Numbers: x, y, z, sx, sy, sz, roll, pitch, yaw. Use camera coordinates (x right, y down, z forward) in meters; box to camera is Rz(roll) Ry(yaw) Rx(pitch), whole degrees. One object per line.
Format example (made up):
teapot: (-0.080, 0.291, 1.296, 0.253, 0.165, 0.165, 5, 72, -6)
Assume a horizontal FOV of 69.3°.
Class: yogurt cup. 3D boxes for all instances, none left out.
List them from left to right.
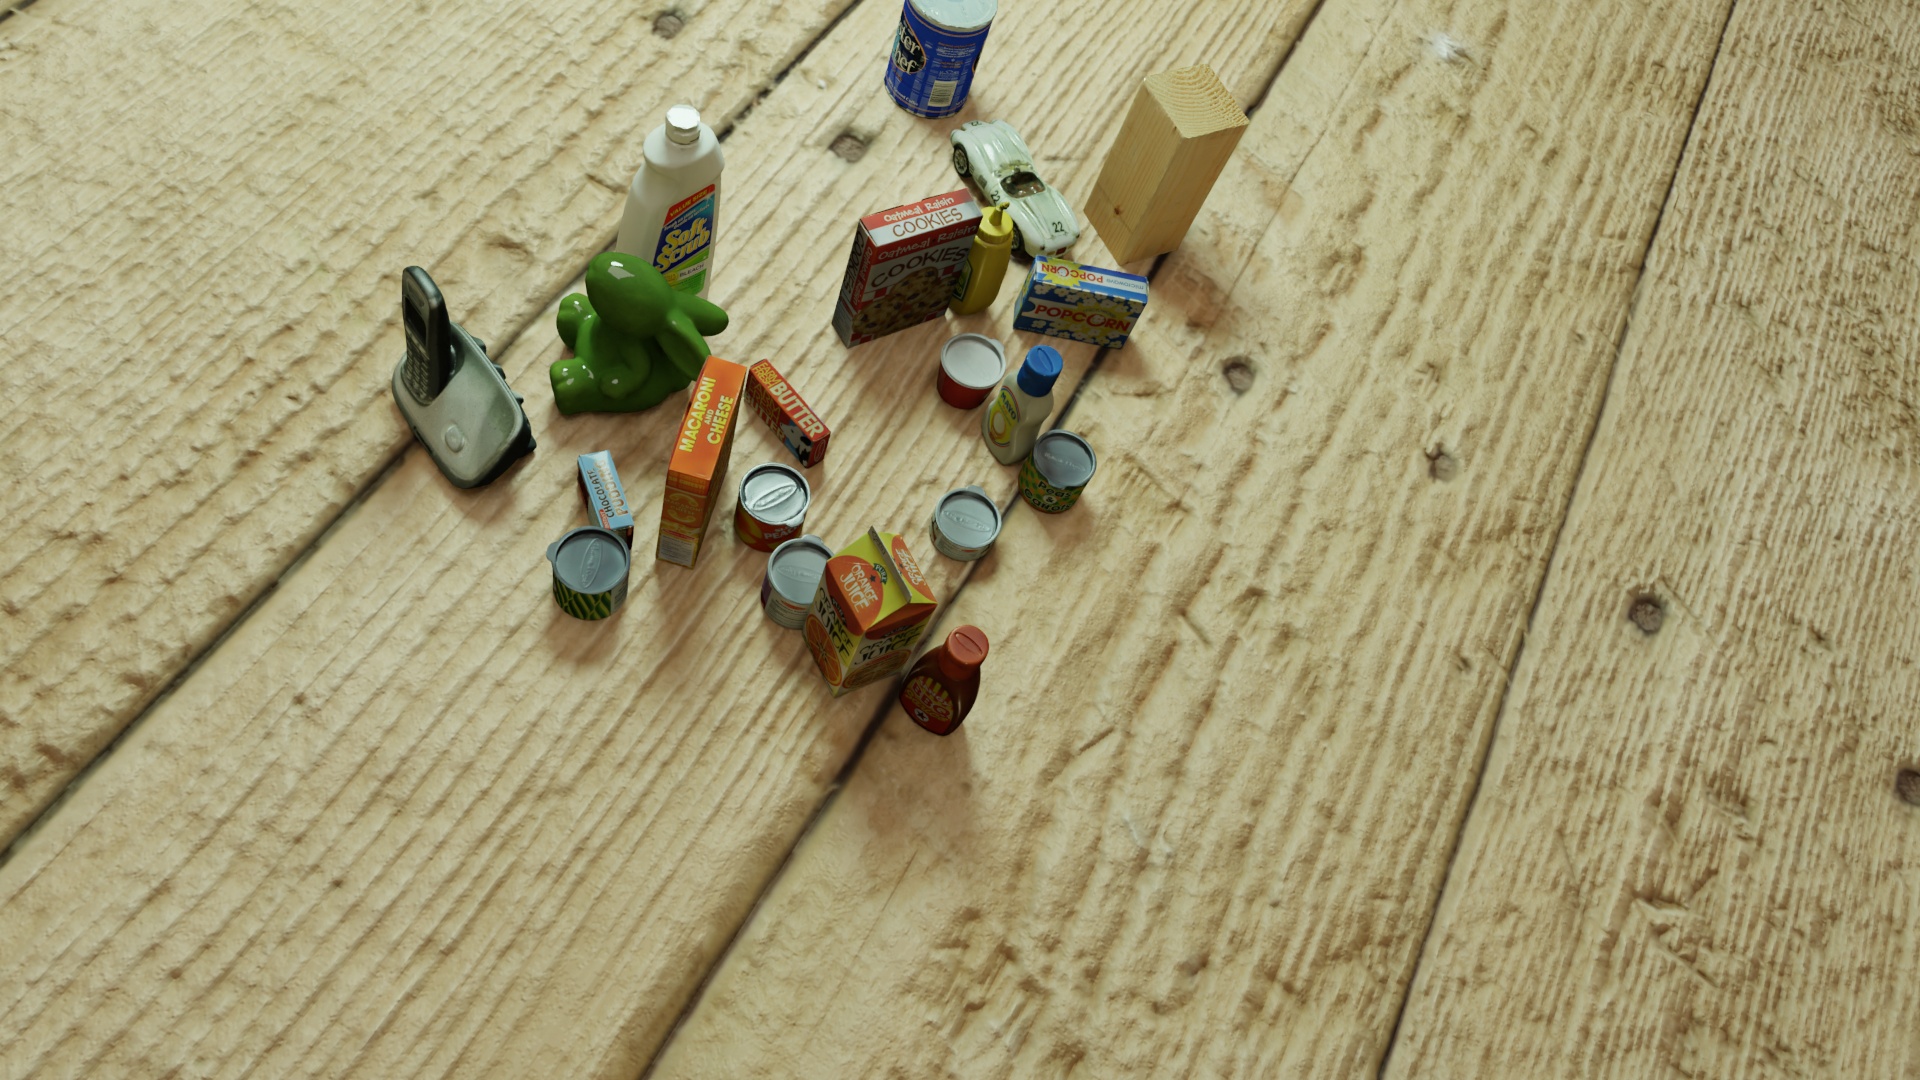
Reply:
yogurt cup: (0.008, -0.171, 1.427, 0.072, 0.053, 0.073, 7, 61, -12)

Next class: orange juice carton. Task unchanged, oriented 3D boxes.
orange juice carton: (-0.077, 0.059, 1.195, 0.073, 0.191, 0.072, -20, 69, -24)

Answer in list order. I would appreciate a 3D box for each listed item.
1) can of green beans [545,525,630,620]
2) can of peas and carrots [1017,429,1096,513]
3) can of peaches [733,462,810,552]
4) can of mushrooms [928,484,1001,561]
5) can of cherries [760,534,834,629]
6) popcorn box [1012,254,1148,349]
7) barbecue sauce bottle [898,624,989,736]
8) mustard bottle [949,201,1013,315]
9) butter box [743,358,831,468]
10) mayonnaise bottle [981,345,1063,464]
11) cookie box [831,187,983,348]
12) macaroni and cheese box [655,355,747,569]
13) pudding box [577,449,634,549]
can of green beans: (-0.325, 0.029, 1.221, 0.071, 0.057, 0.071, 7, 61, -12)
can of peas and carrots: (0.096, -0.066, 1.391, 0.071, 0.058, 0.071, 7, 61, -12)
can of peaches: (-0.175, -0.028, 1.294, 0.071, 0.057, 0.071, 7, 61, -12)
can of mushrooms: (0.005, -0.017, 1.353, 0.071, 0.033, 0.071, 7, 60, -12)
can of cherries: (-0.145, 0.038, 1.266, 0.071, 0.058, 0.072, 7, 61, -12)
popcorn box: (0.128, -0.254, 1.488, 0.127, 0.084, 0.038, 9, 60, -11)
barbecue sauce bottle: (-0.010, 0.119, 1.207, 0.065, 0.147, 0.044, 40, 59, 7)
mustard bottle: (0.022, -0.300, 1.440, 0.049, 0.159, 0.065, -19, 69, -24)
butter box: (-0.170, -0.123, 1.351, 0.024, 0.053, 0.103, -35, 76, -28)
mayonnaise bottle: (0.062, -0.136, 1.368, 0.041, 0.147, 0.065, -17, 68, -23)
cookie box: (-0.056, -0.274, 1.399, 0.123, 0.166, 0.040, -23, 71, -25)
macaroni and cheese box: (-0.232, -0.067, 1.236, 0.040, 0.165, 0.124, 16, 59, -7)
pudding box: (-0.323, -0.034, 1.261, 0.030, 0.049, 0.084, -15, 67, -22)
